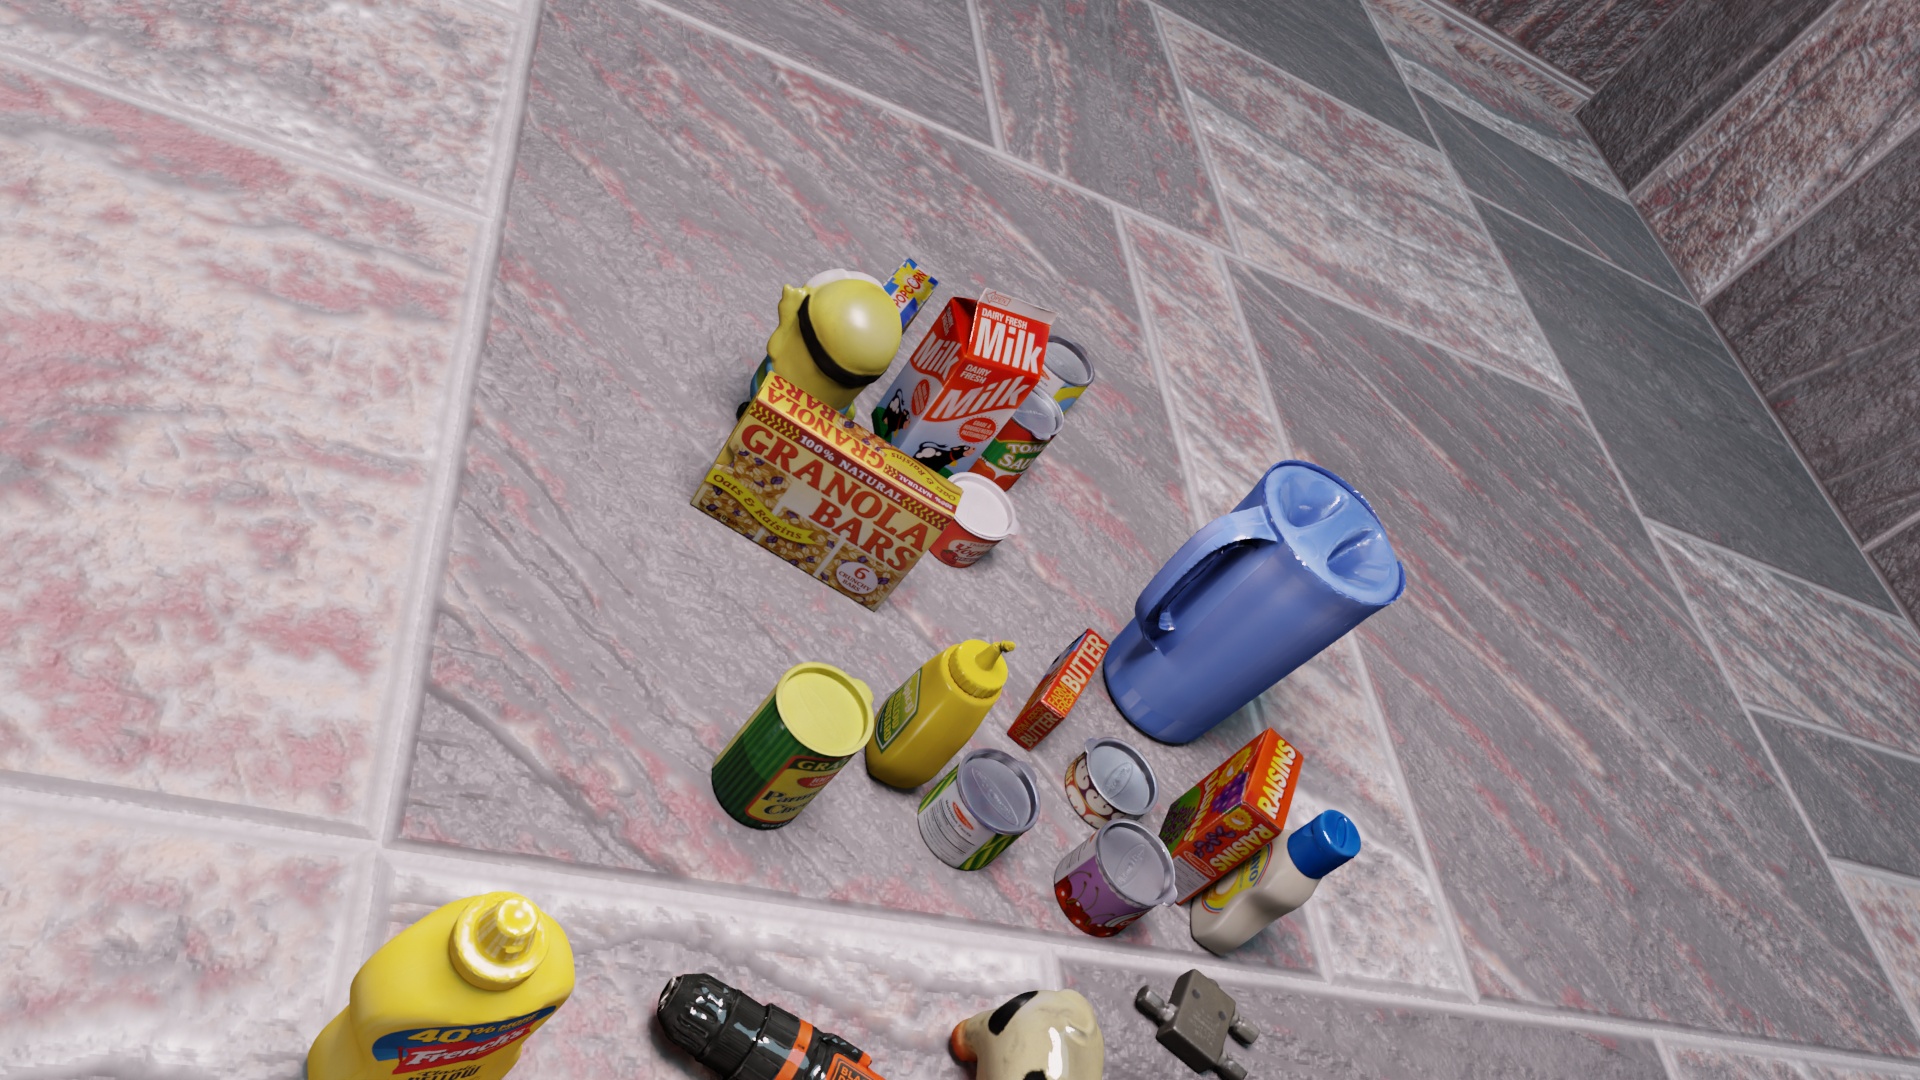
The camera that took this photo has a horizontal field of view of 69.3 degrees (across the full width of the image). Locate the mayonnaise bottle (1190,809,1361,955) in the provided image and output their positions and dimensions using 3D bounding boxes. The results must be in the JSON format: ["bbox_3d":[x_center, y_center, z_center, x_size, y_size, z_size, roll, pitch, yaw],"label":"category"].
[{"bbox_3d":[0.226,0.243,1.004,0.041,0.147,0.065,34,40,-8],"label":"mayonnaise bottle"}]

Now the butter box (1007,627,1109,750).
[{"bbox_3d":[0.077,0.115,1.081,0.024,0.053,0.104,40,40,0],"label":"butter box"}]

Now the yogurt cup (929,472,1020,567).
[{"bbox_3d":[0.004,-0.014,1.143,0.072,0.053,0.073,21,43,-21],"label":"yogurt cup"}]

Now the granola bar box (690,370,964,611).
[{"bbox_3d":[-0.100,-0.032,1.024,0.165,0.123,0.039,31,40,-11],"label":"granola bar box"}]

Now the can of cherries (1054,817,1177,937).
[{"bbox_3d":[0.110,0.242,0.985,0.071,0.058,0.072,21,43,-21],"label":"can of cherries"}]

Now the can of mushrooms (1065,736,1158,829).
[{"bbox_3d":[0.114,0.185,1.060,0.071,0.033,0.071,21,43,-21],"label":"can of mushrooms"}]

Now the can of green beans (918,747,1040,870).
[{"bbox_3d":[0.013,0.186,0.961,0.071,0.057,0.071,21,43,-21],"label":"can of green beans"}]

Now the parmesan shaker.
[{"bbox_3d":[-0.106,0.132,0.884,0.071,0.102,0.072,21,43,-21],"label":"parmesan shaker"}]

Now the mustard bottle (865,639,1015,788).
[{"bbox_3d":[-0.010,0.107,0.937,0.049,0.159,0.066,23,43,-20],"label":"mustard bottle"}]

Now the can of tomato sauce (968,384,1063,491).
[{"bbox_3d":[0.042,-0.090,1.220,0.071,0.082,0.071,21,43,-21],"label":"can of tomato sauce"}]

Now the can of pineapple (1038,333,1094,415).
[{"bbox_3d":[0.087,-0.156,1.336,0.071,0.057,0.071,21,43,-21],"label":"can of pineapple"}]

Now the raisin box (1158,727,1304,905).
[{"bbox_3d":[0.196,0.205,1.035,0.040,0.122,0.086,39,40,-1],"label":"raisin box"}]

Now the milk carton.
[{"bbox_3d":[0.003,-0.131,1.143,0.072,0.189,0.074,13,47,-29],"label":"milk carton"}]

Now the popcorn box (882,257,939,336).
[{"bbox_3d":[-0.074,-0.183,1.214,0.038,0.084,0.127,36,40,-5],"label":"popcorn box"}]
